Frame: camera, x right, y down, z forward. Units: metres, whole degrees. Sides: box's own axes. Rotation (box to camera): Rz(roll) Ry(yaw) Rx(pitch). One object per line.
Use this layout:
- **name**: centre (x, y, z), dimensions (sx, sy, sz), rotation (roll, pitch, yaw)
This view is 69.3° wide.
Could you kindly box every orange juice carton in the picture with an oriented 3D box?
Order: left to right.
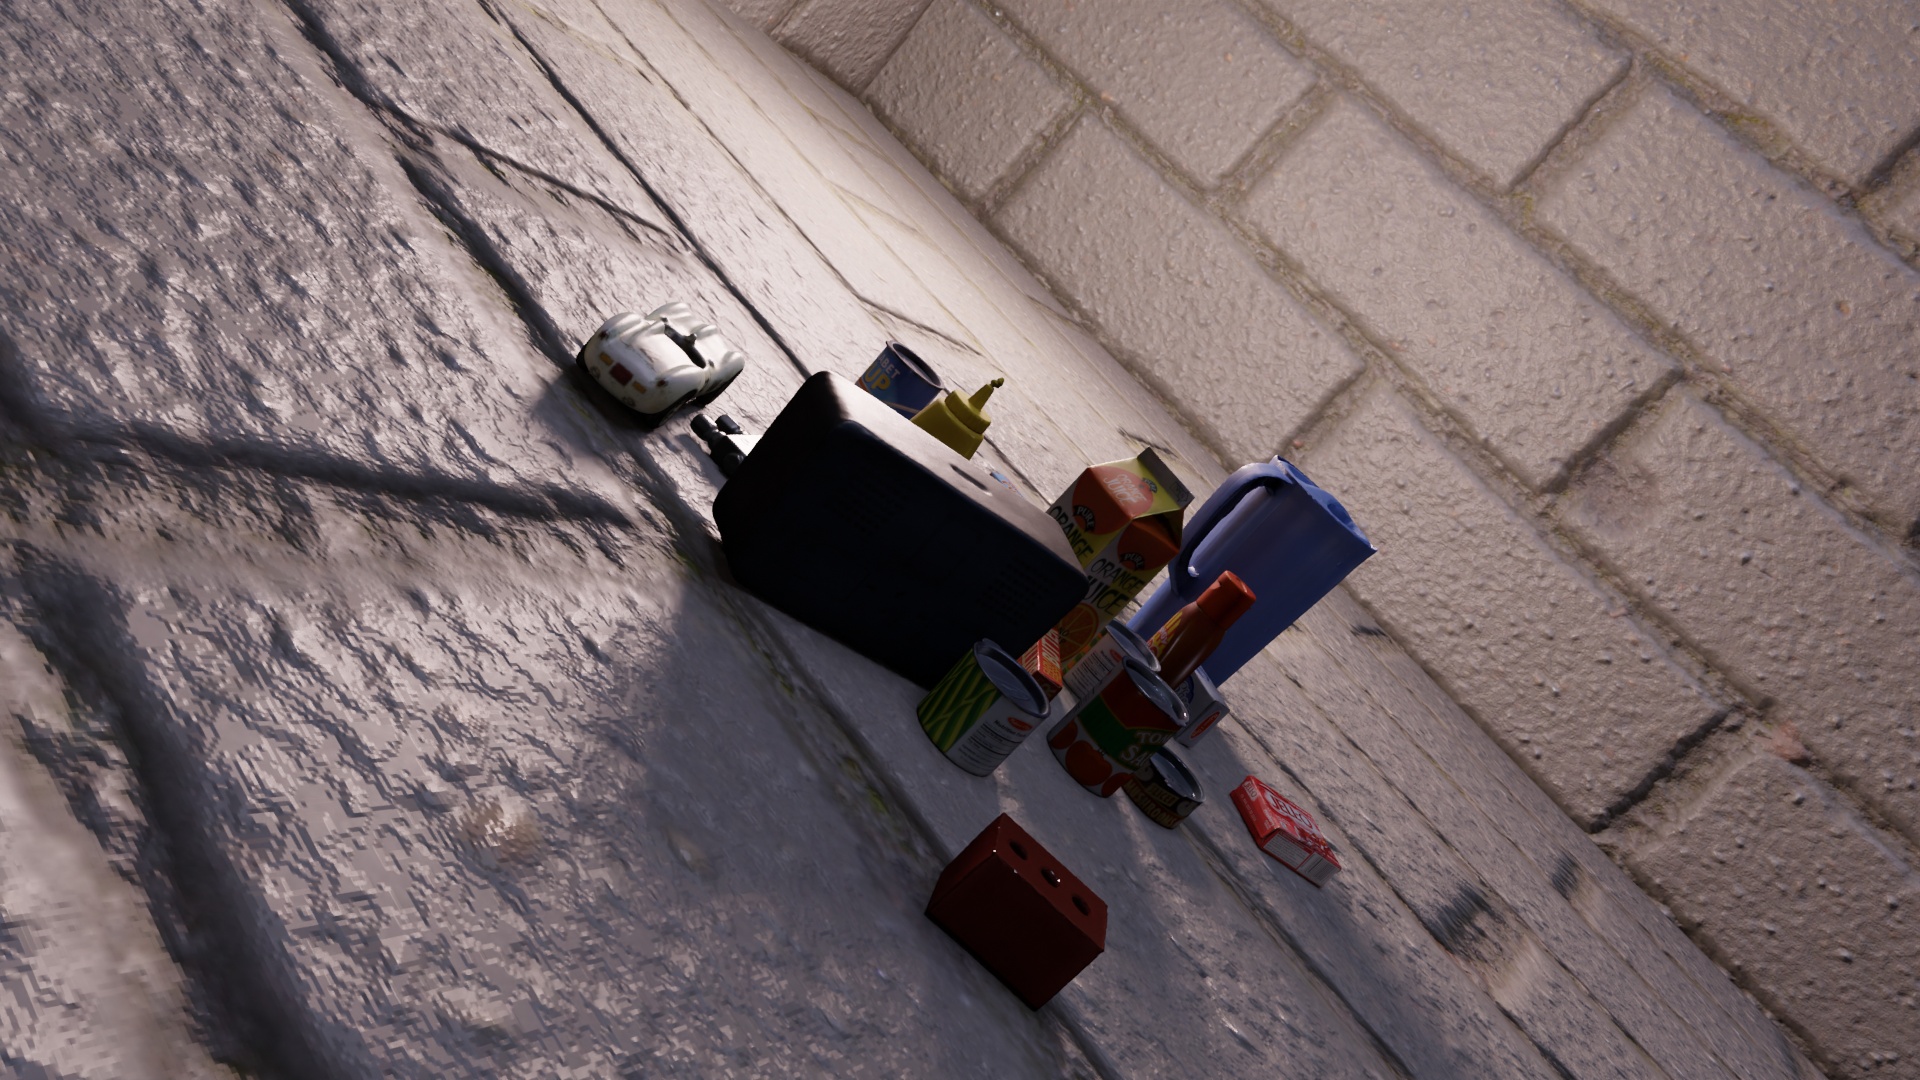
- **orange juice carton**: centre (0.102, 0.013, 1.107), dimensions (0.073, 0.192, 0.072), rotation (28, 21, -43)

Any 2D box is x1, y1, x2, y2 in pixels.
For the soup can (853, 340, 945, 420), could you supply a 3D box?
- **soup can**: centre (-0.068, -0.134, 1.285), dimensions (0.071, 0.083, 0.071), rotation (39, 15, -13)

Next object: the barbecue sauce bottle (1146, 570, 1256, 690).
- **barbecue sauce bottle**: centre (0.192, 0.091, 1.207), dimensions (0.043, 0.148, 0.065), rotation (40, 15, -12)

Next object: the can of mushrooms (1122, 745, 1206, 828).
- **can of mushrooms**: centre (0.154, 0.187, 1.069), dimensions (0.071, 0.033, 0.071), rotation (39, 16, -13)

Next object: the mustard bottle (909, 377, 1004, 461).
- **mustard bottle**: centre (-0.024, -0.070, 1.081), dimensions (0.065, 0.160, 0.049), rotation (43, 15, 1)

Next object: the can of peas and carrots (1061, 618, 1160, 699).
- **can of peas and carrots**: centre (0.125, 0.106, 1.170), dimensions (0.071, 0.058, 0.071), rotation (39, 16, -13)

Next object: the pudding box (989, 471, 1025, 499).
- **pudding box**: centre (0.046, -0.020, 1.325), dimensions (0.084, 0.049, 0.030), rotation (50, 16, 23)

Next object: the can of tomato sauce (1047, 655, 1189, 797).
- **can of tomato sauce**: centre (0.116, 0.138, 1.015), dimensions (0.071, 0.083, 0.071), rotation (39, 15, -13)

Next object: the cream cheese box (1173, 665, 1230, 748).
- **cream cheese box**: centre (0.205, 0.138, 1.287), dimensions (0.024, 0.053, 0.104), rotation (33, 18, -33)

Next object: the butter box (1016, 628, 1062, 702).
- **butter box**: centre (0.048, 0.097, 1.012), dimensions (0.024, 0.053, 0.104), rotation (40, 16, -11)

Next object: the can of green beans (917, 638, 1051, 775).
- **can of green beans**: centre (0.015, 0.108, 0.892), dimensions (0.071, 0.057, 0.071), rotation (39, 16, -13)
